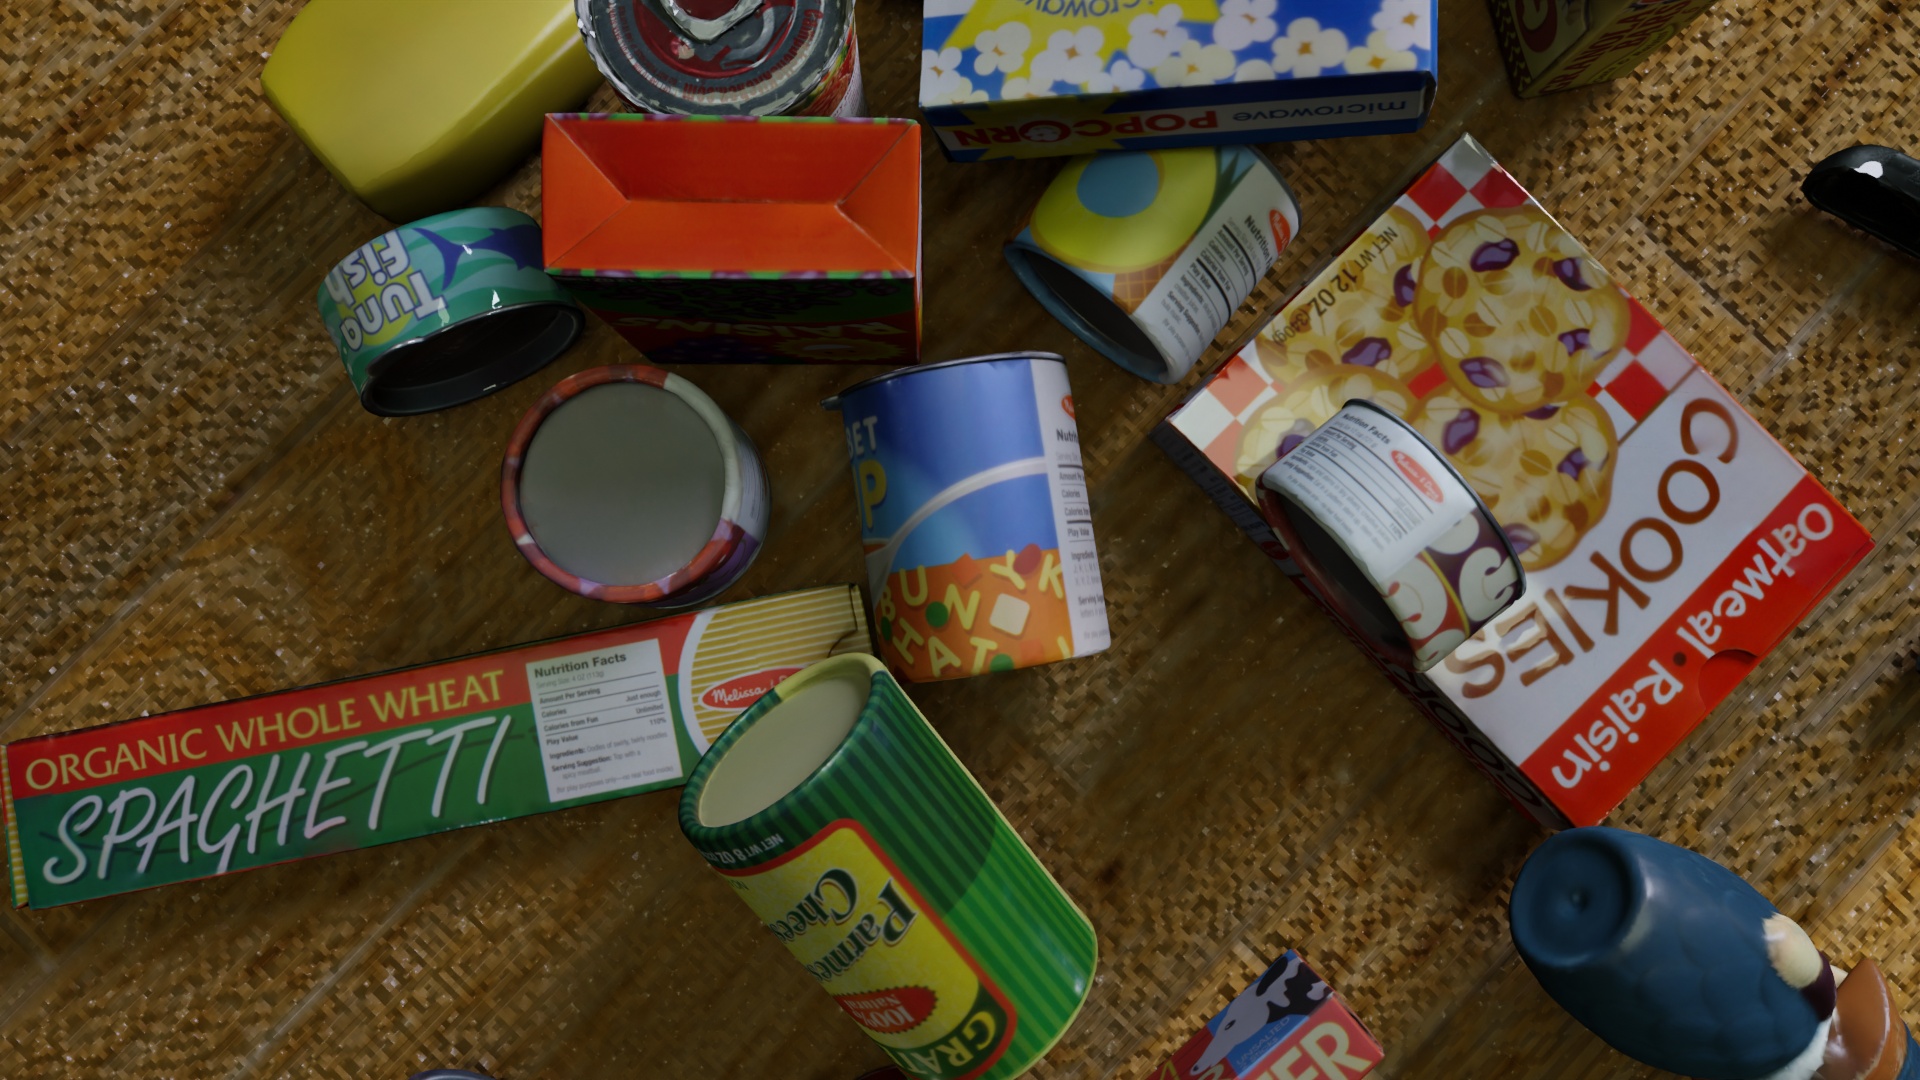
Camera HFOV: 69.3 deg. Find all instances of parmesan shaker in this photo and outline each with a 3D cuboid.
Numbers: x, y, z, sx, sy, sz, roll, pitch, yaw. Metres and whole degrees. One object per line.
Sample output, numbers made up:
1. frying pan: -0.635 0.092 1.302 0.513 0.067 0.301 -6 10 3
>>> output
1. parmesan shaker: -0.020 0.090 0.372 0.071 0.071 0.103 -38 111 -3

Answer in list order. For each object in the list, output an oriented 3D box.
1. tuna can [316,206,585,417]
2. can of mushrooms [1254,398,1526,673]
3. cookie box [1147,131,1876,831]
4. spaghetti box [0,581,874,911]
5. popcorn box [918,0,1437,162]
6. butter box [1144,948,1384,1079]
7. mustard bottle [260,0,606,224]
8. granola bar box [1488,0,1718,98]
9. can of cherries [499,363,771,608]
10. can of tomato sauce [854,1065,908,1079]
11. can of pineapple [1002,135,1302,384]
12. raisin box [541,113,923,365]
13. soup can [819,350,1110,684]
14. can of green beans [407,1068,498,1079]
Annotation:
1. tuna can: -0.145 -0.064 0.394 0.071 0.071 0.033 -27 86 -2
2. can of mushrooms: 0.109 0.001 0.357 0.033 0.071 0.071 -39 88 -1
3. cookie box: 0.160 -0.016 0.410 0.123 0.040 0.167 -44 88 -3
4. spaghetti box: -0.147 0.059 0.406 0.250 0.028 0.050 -11 87 -2
5. popcorn box: 0.055 -0.147 0.356 0.127 0.038 0.085 0 83 15
6. butter box: 0.068 0.163 0.391 0.103 0.053 0.024 -41 86 -3
7. mustard bottle: -0.124 -0.162 0.411 0.160 0.049 0.065 -39 88 -4
8. granola bar box: 0.172 -0.225 0.383 0.039 0.124 0.165 -14 87 -1
9. can of cherries: -0.093 -0.012 0.397 0.071 0.058 0.071 0 86 -1
10. can of tomato sauce: -0.013 0.186 0.373 0.071 0.083 0.071 0 87 -1
11. can of pineapple: 0.053 -0.088 0.402 0.071 0.071 0.058 39 87 1
12. raisin box: -0.053 -0.075 0.369 0.086 0.123 0.040 0 87 -1
13. soup can: 0.001 -0.005 0.395 0.071 0.071 0.084 -9 87 -1
14. can of green beans: -0.139 0.190 0.379 0.071 0.071 0.058 32 87 1
